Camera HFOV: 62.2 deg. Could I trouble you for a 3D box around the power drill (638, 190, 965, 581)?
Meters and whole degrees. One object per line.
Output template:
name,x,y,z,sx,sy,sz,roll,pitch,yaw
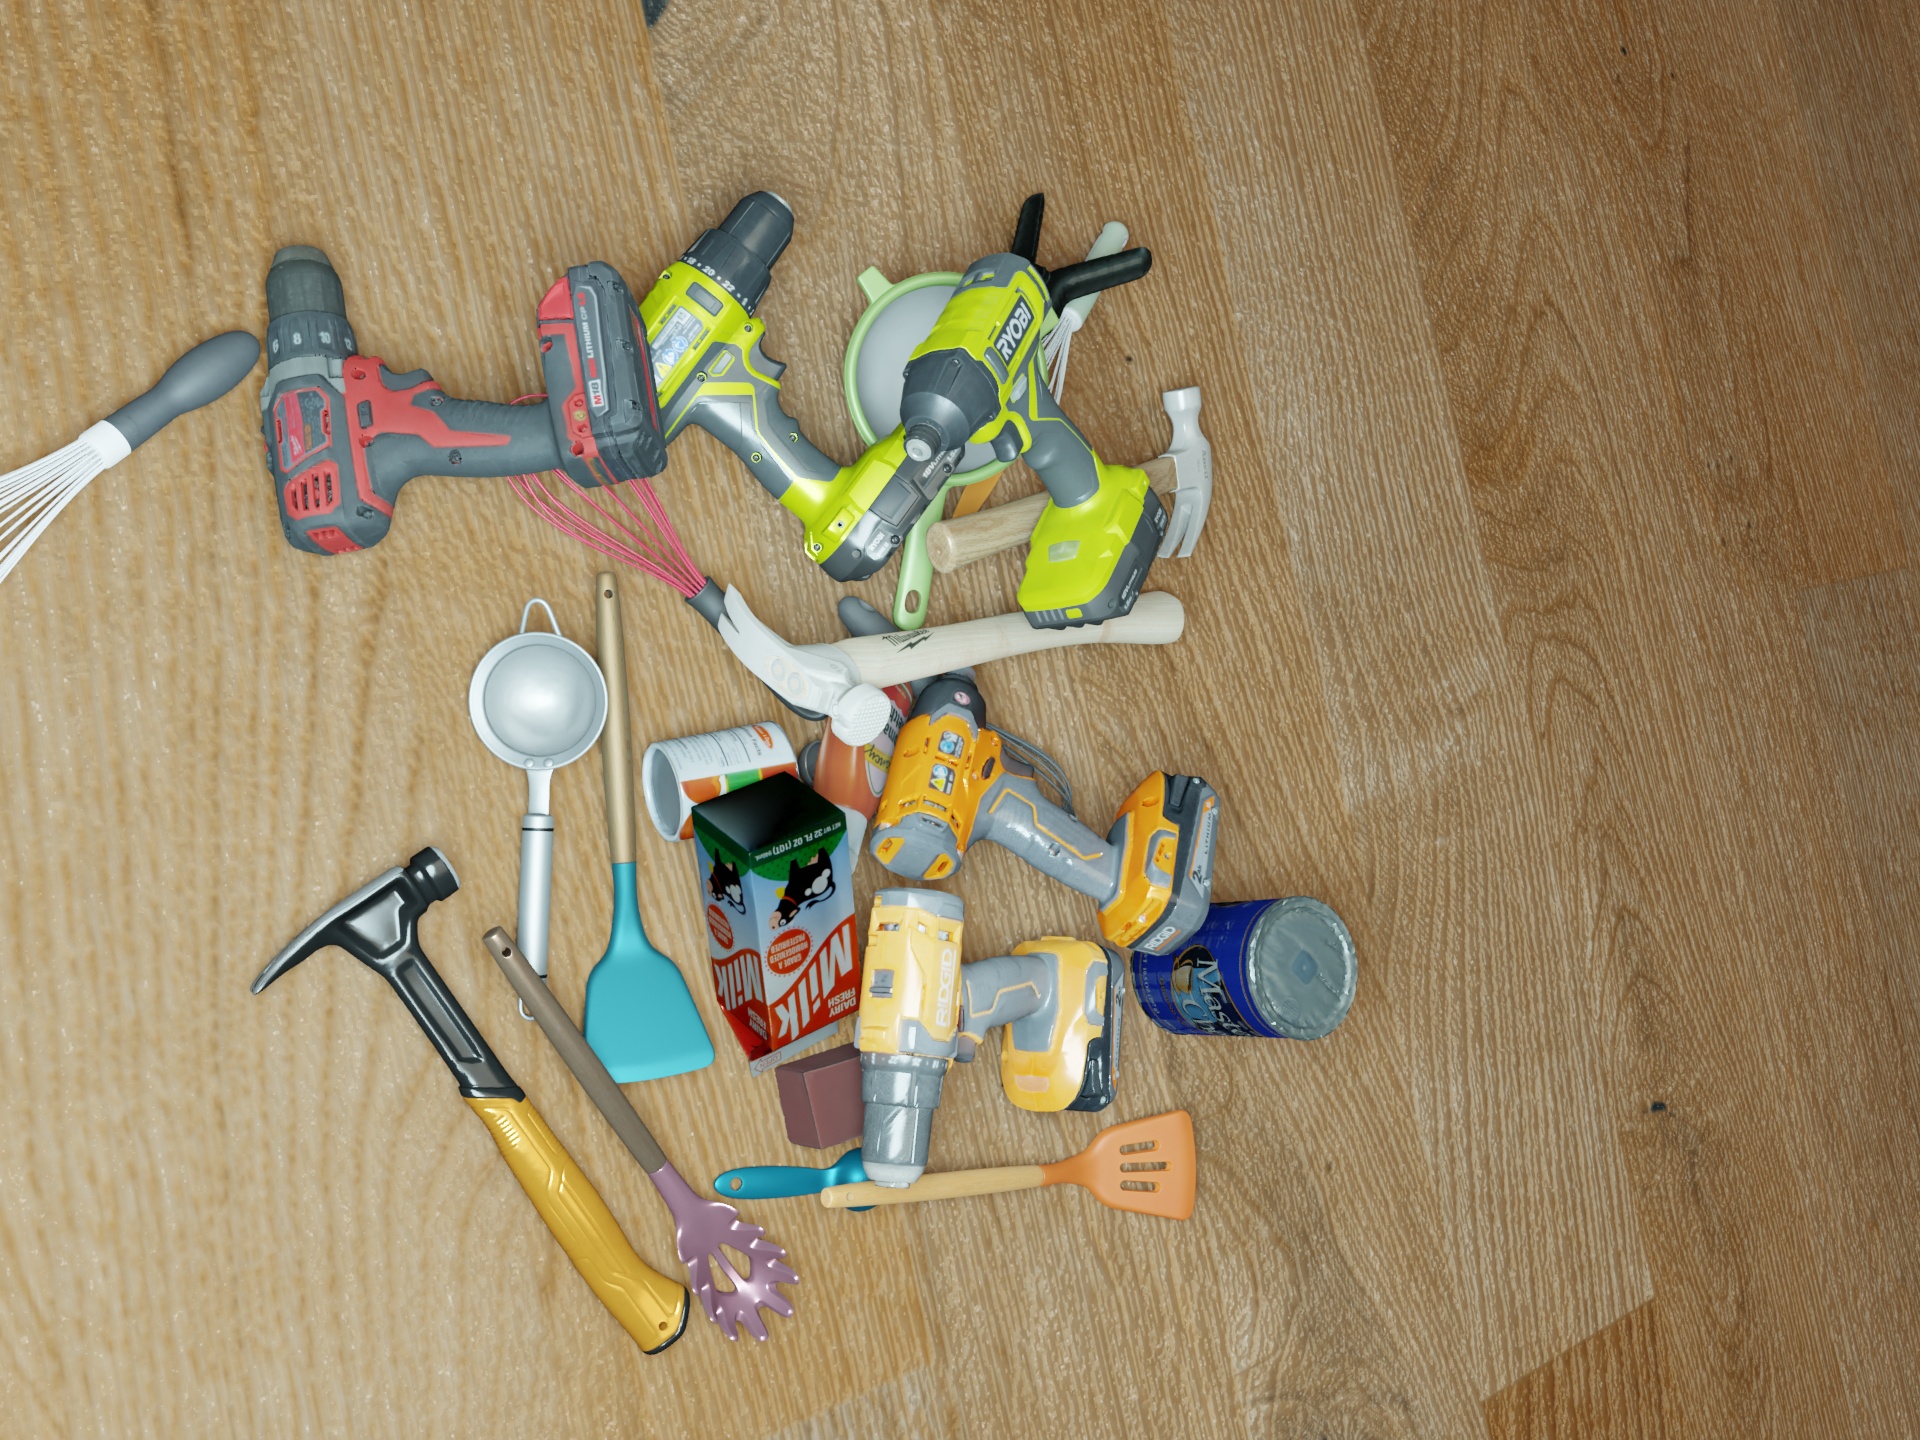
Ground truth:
power drill,-0.113,-0.220,1.064,0.228,0.080,0.190,37,84,-14

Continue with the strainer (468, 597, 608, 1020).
strainer,-0.262,0.055,0.984,0.087,0.050,0.258,2,86,1

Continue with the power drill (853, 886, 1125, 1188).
power drill,0.016,0.218,1.064,0.226,0.084,0.185,21,69,-48

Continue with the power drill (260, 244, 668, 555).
power drill,-0.301,-0.207,0.941,0.226,0.080,0.188,-11,79,0

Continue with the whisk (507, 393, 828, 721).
whisk,-0.188,-0.100,1.047,0.295,0.073,0.073,45,62,-24

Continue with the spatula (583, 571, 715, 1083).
spatula,-0.210,0.064,1.001,0.082,0.044,0.317,-4,90,-22

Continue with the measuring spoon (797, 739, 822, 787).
measuring spoon,-0.095,0.075,1.099,0.034,0.018,0.124,-10,94,-54

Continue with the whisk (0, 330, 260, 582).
whisk,-0.493,-0.131,0.868,0.070,0.070,0.285,49,57,-15

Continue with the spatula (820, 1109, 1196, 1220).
spatula,0.042,0.320,1.110,0.322,0.041,0.081,8,78,-40

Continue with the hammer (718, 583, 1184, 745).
hammer,0.020,-0.064,1.130,0.410,0.146,0.038,-12,131,-47

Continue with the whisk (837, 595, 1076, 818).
whisk,-0.001,-0.005,1.153,0.239,0.055,0.055,45,62,-12

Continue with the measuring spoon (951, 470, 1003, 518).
measuring spoon,0.010,-0.173,1.209,0.021,0.011,0.117,38,61,-18

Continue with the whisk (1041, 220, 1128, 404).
whisk,0.080,-0.311,1.254,0.059,0.057,0.246,25,62,5

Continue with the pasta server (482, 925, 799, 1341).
pasta server,-0.195,0.252,0.965,0.060,0.040,0.316,-38,112,-25

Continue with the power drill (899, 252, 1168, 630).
power drill,0.044,-0.171,1.055,0.223,0.080,0.171,53,47,-34

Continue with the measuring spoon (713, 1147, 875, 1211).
measuring spoon,-0.100,0.305,1.050,0.128,0.021,0.042,8,78,-32

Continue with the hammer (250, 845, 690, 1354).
hammer,-0.272,0.246,0.946,0.127,0.034,0.336,-37,103,-27

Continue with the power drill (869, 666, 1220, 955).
power drill,0.060,0.055,1.091,0.226,0.084,0.164,21,53,-11

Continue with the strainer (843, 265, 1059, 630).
strainer,-0.025,-0.194,1.165,0.151,0.069,0.256,8,96,-17

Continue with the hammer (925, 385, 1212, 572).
hammer,0.093,-0.163,1.198,0.331,0.031,0.130,-25,110,-44
